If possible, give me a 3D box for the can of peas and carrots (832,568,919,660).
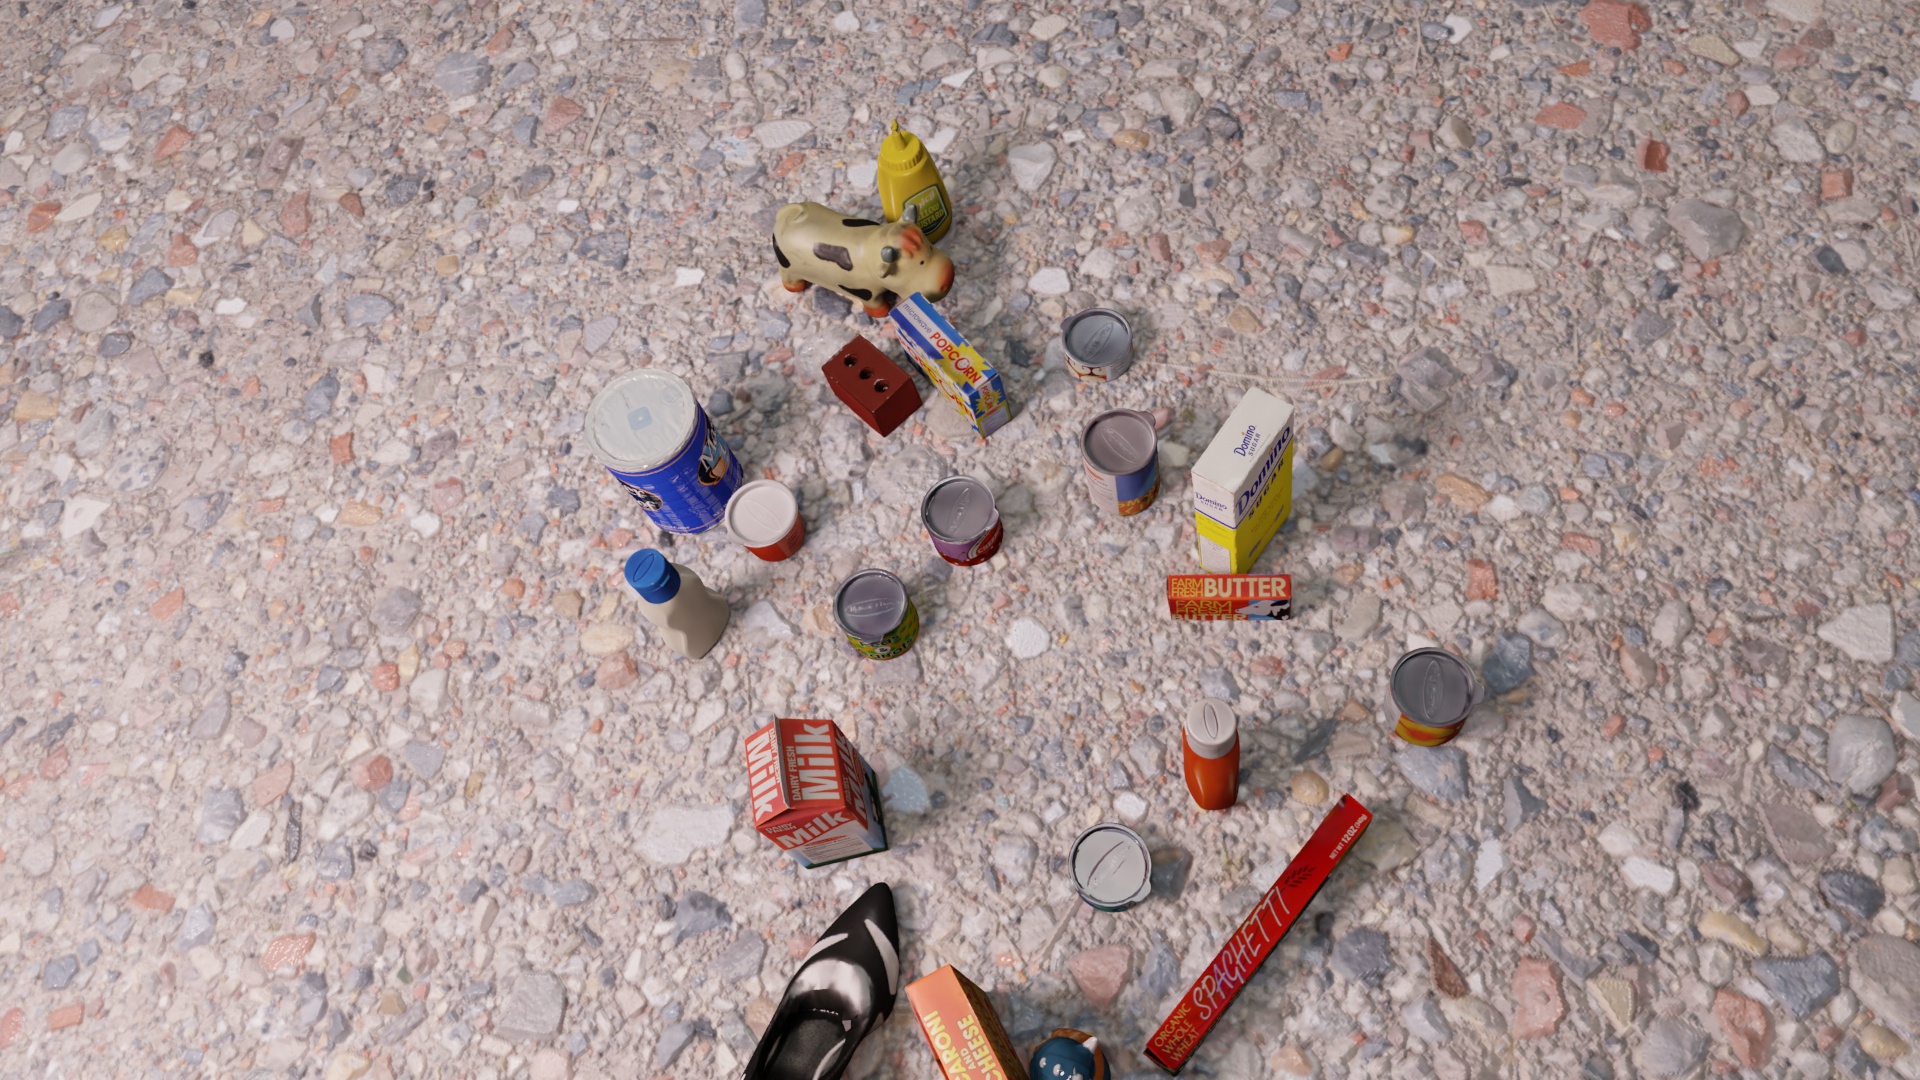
[{"bbox_3d":[-0.072,0.068,1.216,0.071,0.058,0.071,-4,65,9],"label":"can of peas and carrots"}]

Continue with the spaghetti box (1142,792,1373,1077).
[{"bbox_3d":[0.228,0.300,1.057,0.029,0.050,0.250,37,76,23],"label":"spaghetti box"}]

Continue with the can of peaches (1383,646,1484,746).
[{"bbox_3d":[0.376,0.126,1.107,0.071,0.058,0.071,-4,65,9],"label":"can of peaches"}]

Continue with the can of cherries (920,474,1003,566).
[{"bbox_3d":[0.004,-0.016,1.242,0.071,0.058,0.072,-4,65,9],"label":"can of cherries"}]

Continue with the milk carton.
[{"bbox_3d":[-0.116,0.197,1.090,0.073,0.190,0.072,-14,64,4],"label":"milk carton"}]

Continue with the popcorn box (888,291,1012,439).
[{"bbox_3d":[-0.009,-0.164,1.299,0.038,0.085,0.127,-38,64,-8],"label":"popcorn box"}]

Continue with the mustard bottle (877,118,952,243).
[{"bbox_3d":[-0.050,-0.350,1.353,0.065,0.159,0.049,-32,64,-5],"label":"mustard bottle"}]

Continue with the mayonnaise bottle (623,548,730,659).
[{"bbox_3d":[-0.248,0.052,1.206,0.041,0.147,0.065,25,72,20],"label":"mayonnaise bottle"}]

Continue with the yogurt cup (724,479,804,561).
[{"bbox_3d":[-0.176,-0.015,1.277,0.072,0.053,0.072,-4,65,9],"label":"yogurt cup"}]

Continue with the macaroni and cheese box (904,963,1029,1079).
[{"bbox_3d":[0.017,0.378,0.994,0.040,0.166,0.124,-29,64,-3],"label":"macaroni and cheese box"}]

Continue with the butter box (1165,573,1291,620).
[{"bbox_3d":[0.227,0.048,1.174,0.103,0.053,0.024,0,65,10],"label":"butter box"}]

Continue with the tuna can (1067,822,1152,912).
[{"bbox_3d":[0.121,0.262,1.104,0.071,0.032,0.071,-4,65,9],"label":"tuna can"}]

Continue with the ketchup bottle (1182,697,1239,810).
[{"bbox_3d":[0.193,0.161,1.073,0.043,0.148,0.065,-10,64,6],"label":"ketchup bottle"}]

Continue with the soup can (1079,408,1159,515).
[{"bbox_3d":[0.145,-0.070,1.227,0.071,0.083,0.071,-4,65,9],"label":"soup can"}]

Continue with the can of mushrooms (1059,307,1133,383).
[{"bbox_3d":[0.128,-0.185,1.313,0.071,0.033,0.071,-4,65,9],"label":"can of mushrooms"}]
